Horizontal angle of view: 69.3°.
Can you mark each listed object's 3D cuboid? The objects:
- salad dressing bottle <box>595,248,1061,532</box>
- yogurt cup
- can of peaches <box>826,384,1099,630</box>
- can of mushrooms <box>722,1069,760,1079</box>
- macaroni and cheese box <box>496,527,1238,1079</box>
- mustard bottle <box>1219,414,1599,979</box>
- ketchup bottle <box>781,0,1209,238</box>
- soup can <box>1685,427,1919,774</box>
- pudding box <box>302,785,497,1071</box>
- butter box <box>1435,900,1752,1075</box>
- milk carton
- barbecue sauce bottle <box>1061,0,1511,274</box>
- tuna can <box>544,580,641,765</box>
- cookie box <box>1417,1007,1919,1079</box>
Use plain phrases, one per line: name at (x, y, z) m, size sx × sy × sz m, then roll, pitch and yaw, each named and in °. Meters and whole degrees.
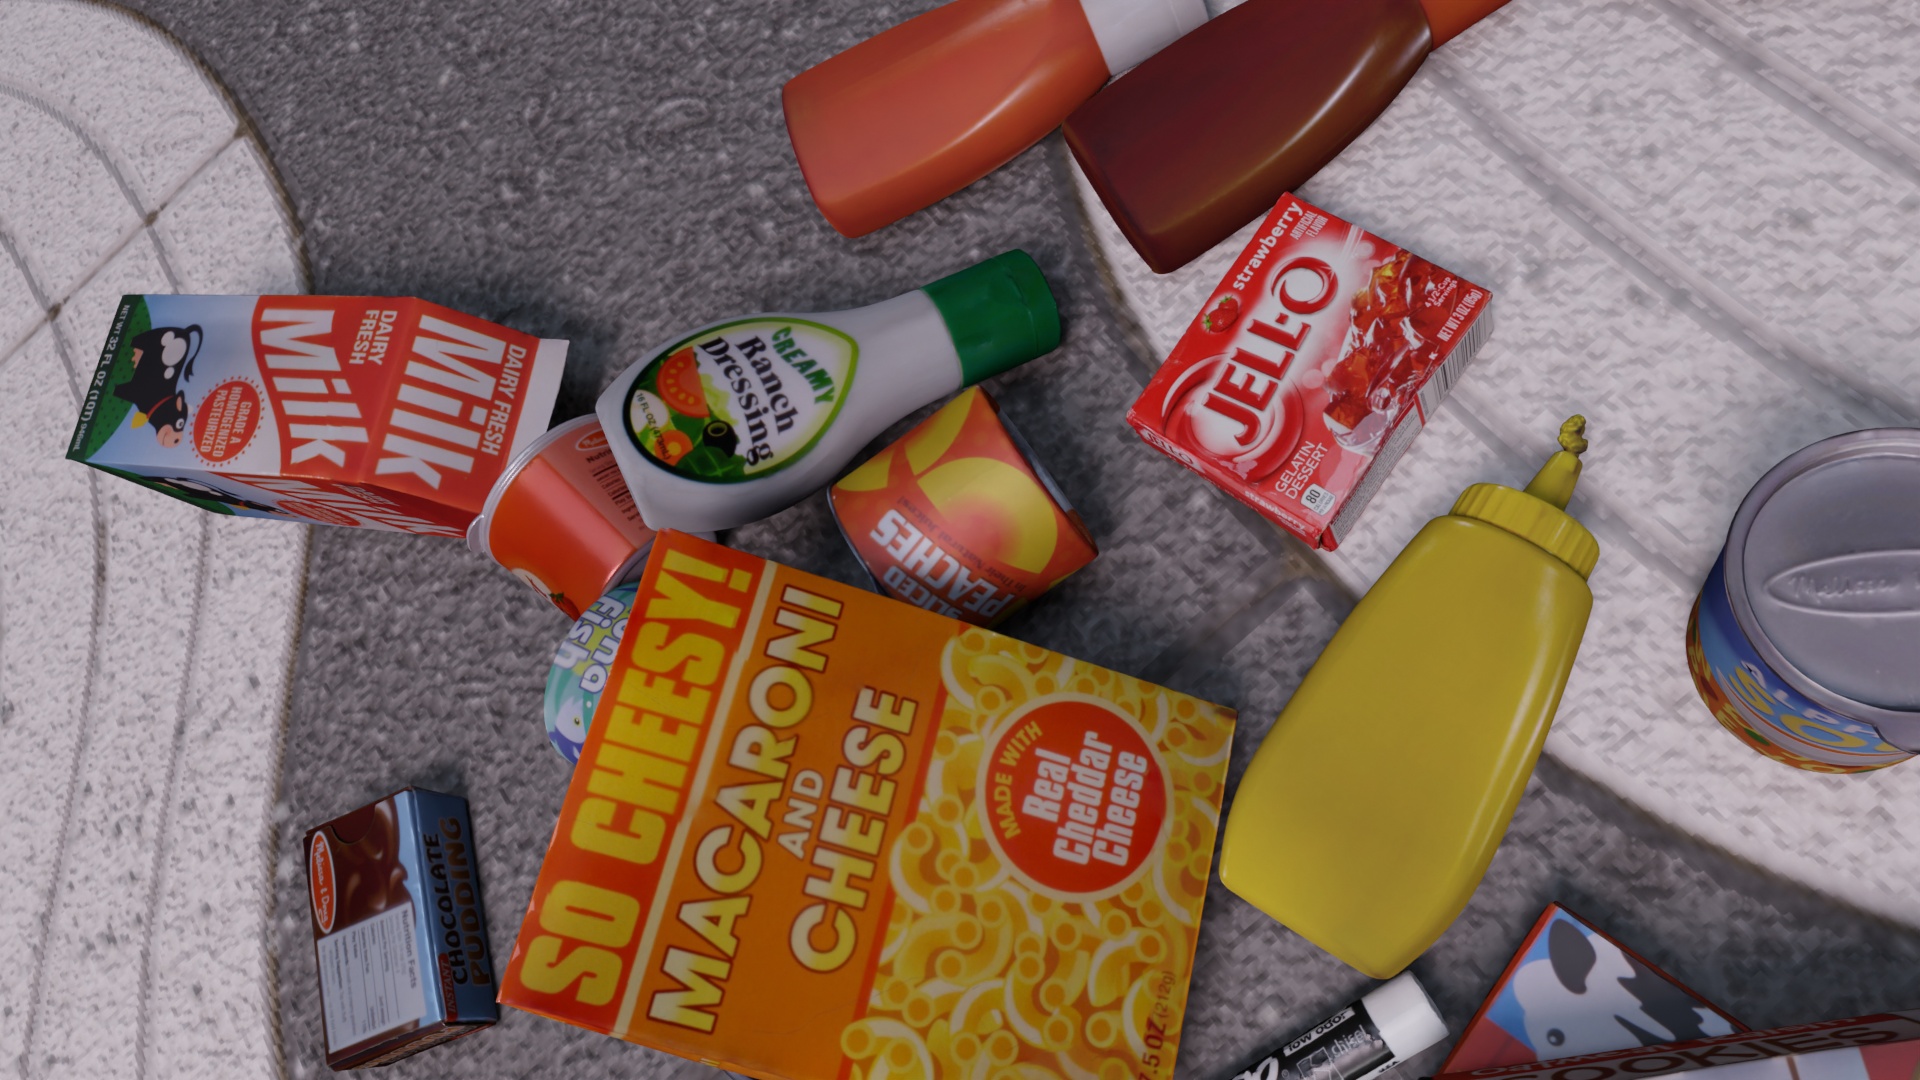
salad dressing bottle at (-0.040, -0.052, 0.448) m, size 0.148 × 0.044 × 0.064 m, roll -24°, pitch 75°, yaw -12°
yogurt cup at (-0.121, -0.002, 0.478) m, size 0.054 × 0.072 × 0.072 m, roll 41°, pitch 91°, yaw 19°
can of peaches at (0.002, -0.005, 0.428) m, size 0.058 × 0.071 × 0.071 m, roll -35°, pitch 64°, yaw 7°
can of mushrooms at (-0.044, 0.135, 0.419) m, size 0.071 × 0.033 × 0.071 m, roll -6°, pitch 71°, yaw 19°
macaroni and cheese box at (-0.019, 0.082, 0.368) m, size 0.166 × 0.040 × 0.124 m, roll 19°, pitch 69°, yaw -10°
mustard bottle at (0.132, 0.036, 0.375) m, size 0.065 × 0.048 × 0.160 m, roll 30°, pitch 85°, yaw 23°
ketchup bottle at (0.012, -0.165, 0.490) m, size 0.148 × 0.043 × 0.065 m, roll -22°, pitch 67°, yaw 13°
soup can at (0.213, 0.021, 0.329) m, size 0.071 × 0.083 × 0.071 m, roll -7°, pitch 71°, yaw 20°
pudding box at (-0.194, 0.133, 0.480) m, size 0.049 × 0.030 × 0.084 m, roll -25°, pitch 66°, yaw 13°
butter box at (0.144, 0.148, 0.348) m, size 0.053 × 0.024 × 0.103 m, roll 35°, pitch 88°, yaw 26°
milk carton at (-0.235, -0.047, 0.530) m, size 0.190 × 0.073 × 0.072 m, roll 4°, pitch 75°, yaw 22°
barbecue sauce bottle at (0.110, -0.151, 0.449) m, size 0.148 × 0.043 × 0.065 m, roll -33°, pitch 65°, yaw 8°
tuna can at (-0.101, 0.047, 0.449) m, size 0.033 × 0.071 × 0.071 m, roll 19°, pitch 81°, yaw 26°
cookie box at (0.198, 0.169, 0.294) m, size 0.167 × 0.040 × 0.123 m, roll -12°, pitch 75°, yaw 8°
